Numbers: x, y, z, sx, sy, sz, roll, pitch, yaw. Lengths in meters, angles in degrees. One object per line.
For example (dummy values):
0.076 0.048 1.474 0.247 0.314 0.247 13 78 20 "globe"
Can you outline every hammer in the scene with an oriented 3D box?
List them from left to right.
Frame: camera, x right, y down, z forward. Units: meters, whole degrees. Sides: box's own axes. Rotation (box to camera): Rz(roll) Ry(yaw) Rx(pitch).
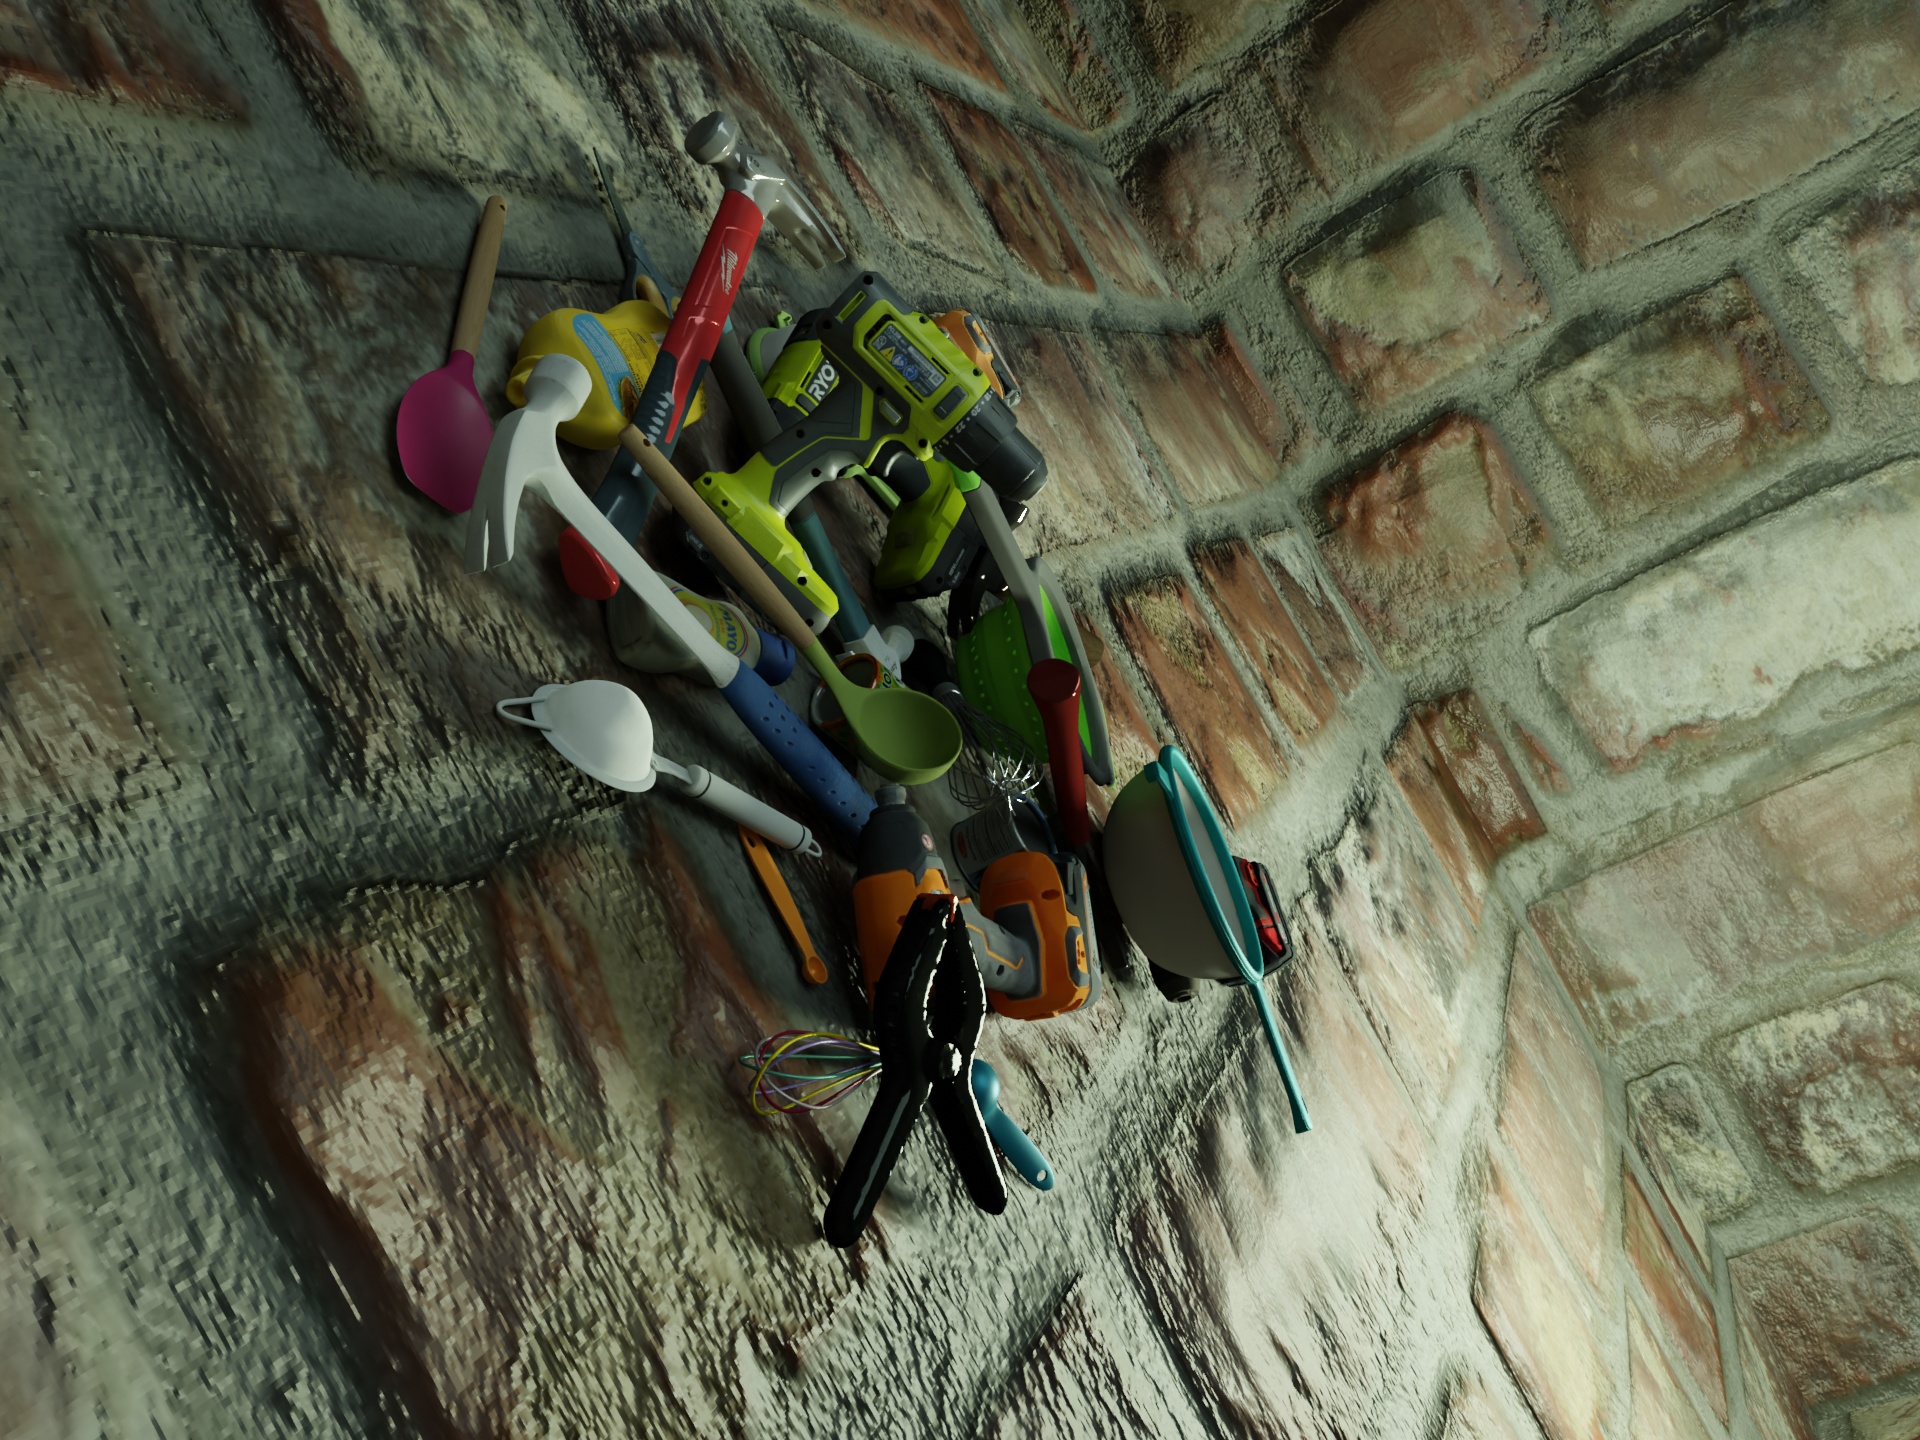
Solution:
-0.177 -0.235 1.079 0.143 0.038 0.387 41 50 -38 "hammer"
-0.155 -0.032 0.995 0.405 0.035 0.144 52 41 -39 "hammer"
-0.125 -0.166 1.197 0.330 0.033 0.128 65 22 -20 "hammer"
0.072 -0.102 1.515 0.031 0.130 0.331 30 0 26 "hammer"
0.087 0.069 1.224 0.358 0.036 0.149 76 -2 -60 "hammer"

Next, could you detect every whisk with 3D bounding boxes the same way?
-0.060 0.214 0.986 0.244 0.051 0.047 17 72 -62 "whisk"
-0.002 -0.003 1.223 0.070 0.070 0.285 46 6 -28 "whisk"

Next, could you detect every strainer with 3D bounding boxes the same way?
-0.166 0.031 0.968 0.258 0.050 0.087 36 18 -45 "strainer"
-0.081 -0.256 1.407 0.256 0.069 0.152 48 27 -22 "strainer"
0.197 0.194 1.342 0.211 0.095 0.340 -2 72 -76 "strainer"

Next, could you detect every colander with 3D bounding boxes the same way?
0.027 -0.078 1.304 0.396 0.094 0.205 59 19 -48 "colander"

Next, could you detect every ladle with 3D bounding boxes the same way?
-0.108 -0.074 1.049 0.319 0.062 0.078 51 34 -28 "ladle"

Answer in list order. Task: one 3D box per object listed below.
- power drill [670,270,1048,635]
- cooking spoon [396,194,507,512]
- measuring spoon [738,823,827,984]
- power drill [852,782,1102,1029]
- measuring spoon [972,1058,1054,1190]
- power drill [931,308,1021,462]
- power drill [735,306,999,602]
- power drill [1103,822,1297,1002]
-0.070 -0.169 1.110 0.190 0.228 0.080 43 5 -12 "power drill"
-0.315 -0.246 1.015 0.068 0.017 0.319 40 32 -39 "cooking spoon"
-0.116 0.117 1.014 0.117 0.011 0.021 62 23 11 "measuring spoon"
0.008 0.134 1.118 0.226 0.084 0.164 15 64 -54 "power drill"
0.034 0.282 1.085 0.042 0.021 0.128 -46 116 -20 "measuring spoon"
-0.020 -0.323 1.590 0.185 0.084 0.226 60 29 -1 "power drill"
-0.081 -0.204 1.310 0.223 0.080 0.171 42 60 -31 "power drill"
0.228 0.192 1.507 0.226 0.080 0.188 26 41 -46 "power drill"
